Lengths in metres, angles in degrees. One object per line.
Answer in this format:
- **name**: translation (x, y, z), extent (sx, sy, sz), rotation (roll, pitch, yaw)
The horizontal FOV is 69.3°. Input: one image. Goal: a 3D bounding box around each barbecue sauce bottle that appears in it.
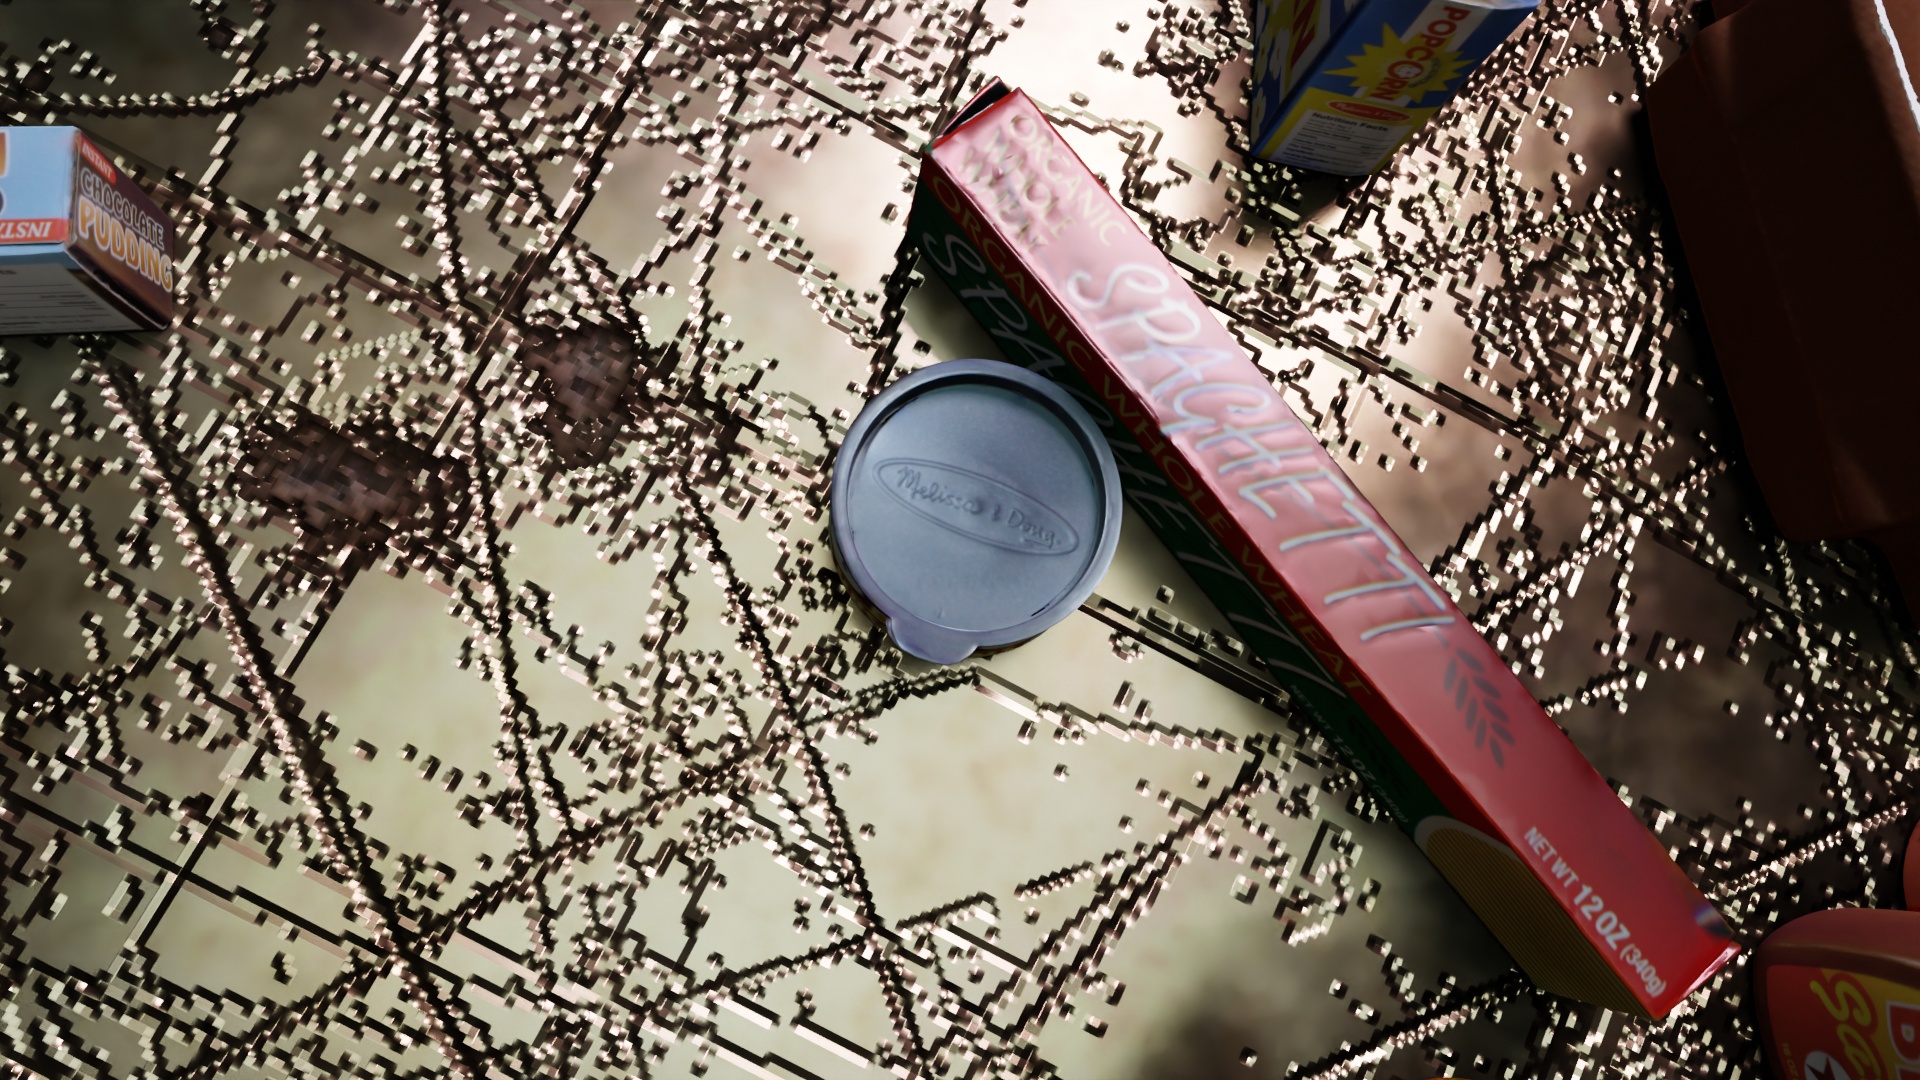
- **barbecue sauce bottle**: translation (0.226, 0.110, 0.272), extent (0.044, 0.148, 0.065), rotation (-16, 82, -10)

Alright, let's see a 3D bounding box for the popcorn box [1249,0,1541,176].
- **popcorn box**: translation (0.105, -0.167, 0.344), extent (0.038, 0.085, 0.127), rotation (6, 78, -6)

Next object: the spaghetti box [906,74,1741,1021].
- **spaghetti box**: translation (0.075, 0.002, 0.325), extent (0.029, 0.050, 0.250), rotation (-38, 86, -12)

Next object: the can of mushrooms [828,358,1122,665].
- **can of mushrooms**: translation (0.001, -0.004, 0.325), extent (0.071, 0.033, 0.071), rotation (1, 79, -7)

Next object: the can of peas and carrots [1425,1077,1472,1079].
- **can of peas and carrots**: translation (0.119, 0.152, 0.296), extent (0.071, 0.058, 0.071), rotation (1, 79, -7)

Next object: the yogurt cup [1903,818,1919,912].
- **yogurt cup**: translation (0.269, 0.085, 0.331), extent (0.072, 0.054, 0.072), rotation (1, 79, -7)

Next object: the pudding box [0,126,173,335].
- **pudding box**: translation (-0.225, -0.065, 0.300), extent (0.084, 0.049, 0.030), rotation (-4, 80, -8)
